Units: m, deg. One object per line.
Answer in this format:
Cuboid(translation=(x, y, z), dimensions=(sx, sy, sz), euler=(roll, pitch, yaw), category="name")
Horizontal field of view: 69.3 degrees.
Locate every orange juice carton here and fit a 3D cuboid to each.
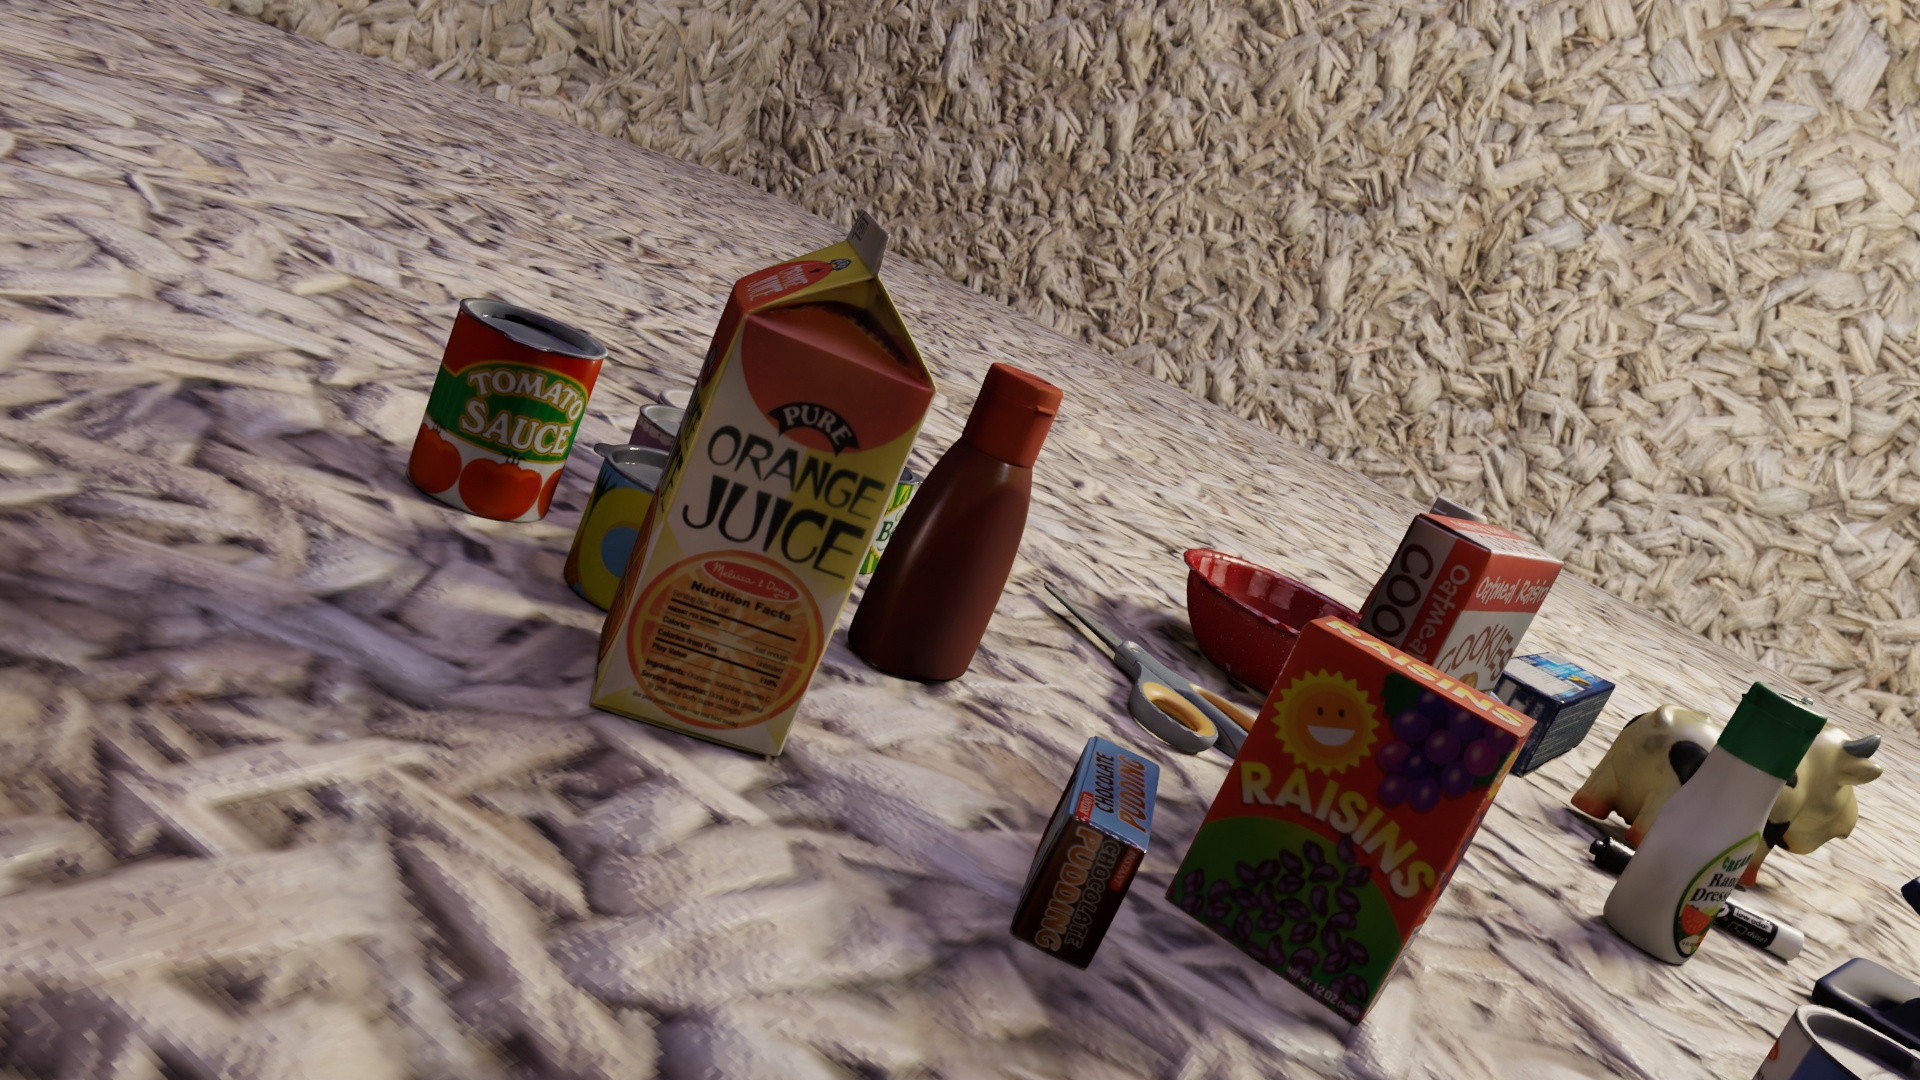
Cuboid(translation=(-0.067, -0.027, 0.506), dimensions=(0.073, 0.192, 0.072), euler=(20, 14, -17), category="orange juice carton")

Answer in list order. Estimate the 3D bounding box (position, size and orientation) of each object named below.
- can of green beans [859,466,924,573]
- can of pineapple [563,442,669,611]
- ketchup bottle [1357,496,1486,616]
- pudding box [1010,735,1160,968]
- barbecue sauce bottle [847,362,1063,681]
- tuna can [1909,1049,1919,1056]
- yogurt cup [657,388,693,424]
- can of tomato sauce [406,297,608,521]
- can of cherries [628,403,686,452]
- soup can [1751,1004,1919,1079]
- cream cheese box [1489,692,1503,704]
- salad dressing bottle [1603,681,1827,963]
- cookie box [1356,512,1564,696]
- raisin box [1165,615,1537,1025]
Cuboid(translation=(-0.065, -0.021, 0.776), dimensions=(0.071, 0.057, 0.071), euler=(22, 13, -5), category="can of green beans")
Cuboid(translation=(-0.131, -0.003, 0.595), dimensions=(0.071, 0.057, 0.071), euler=(22, 13, -5), category="can of pineapple")
Cuboid(translation=(0.322, 0.042, 0.989), dimensions=(0.043, 0.148, 0.065), euler=(16, 15, -30), category="ketchup bottle")
Cuboid(translation=(0.046, 0.107, 0.491), dimensions=(0.030, 0.049, 0.084), euler=(25, 13, 6), category="pudding box")
Cuboid(translation=(0.002, -0.008, 0.645), dimensions=(0.065, 0.148, 0.044), euler=(11, 18, -43), category="barbecue sauce bottle")
Cuboid(translation=(0.423, 0.252, 0.604), dimensions=(0.071, 0.032, 0.071), euler=(22, 14, -5), category="tuna can")
Cuboid(translation=(-0.139, -0.044, 0.750), dimensions=(0.072, 0.053, 0.072), euler=(22, 13, -5), category="yogurt cup")
Cuboid(translation=(-0.205, -0.058, 0.628), dimensions=(0.071, 0.083, 0.071), euler=(22, 13, -6), category="can of tomato sauce")
Cuboid(translation=(-0.135, -0.027, 0.680), dimensions=(0.071, 0.058, 0.072), euler=(22, 13, -5), category="can of cherries")
Cuboid(translation=(0.279, 0.204, 0.438), dimensions=(0.071, 0.083, 0.071), euler=(22, 13, -6), category="soup can")
Cuboid(translation=(0.327, 0.122, 0.895), dimensions=(0.024, 0.053, 0.104), euler=(24, 13, -1), category="cream cheese box")
Cuboid(translation=(0.387, 0.144, 0.711), dimensions=(0.064, 0.147, 0.044), euler=(14, 16, -37), category="salad dressing bottle")
Cuboid(translation=(0.211, 0.071, 0.652), dimensions=(0.040, 0.167, 0.123), euler=(32, 16, 33), category="cookie box")
Cuboid(translation=(0.144, 0.101, 0.519), dimensions=(0.086, 0.123, 0.040), euler=(30, 14, 26), category="raisin box")
